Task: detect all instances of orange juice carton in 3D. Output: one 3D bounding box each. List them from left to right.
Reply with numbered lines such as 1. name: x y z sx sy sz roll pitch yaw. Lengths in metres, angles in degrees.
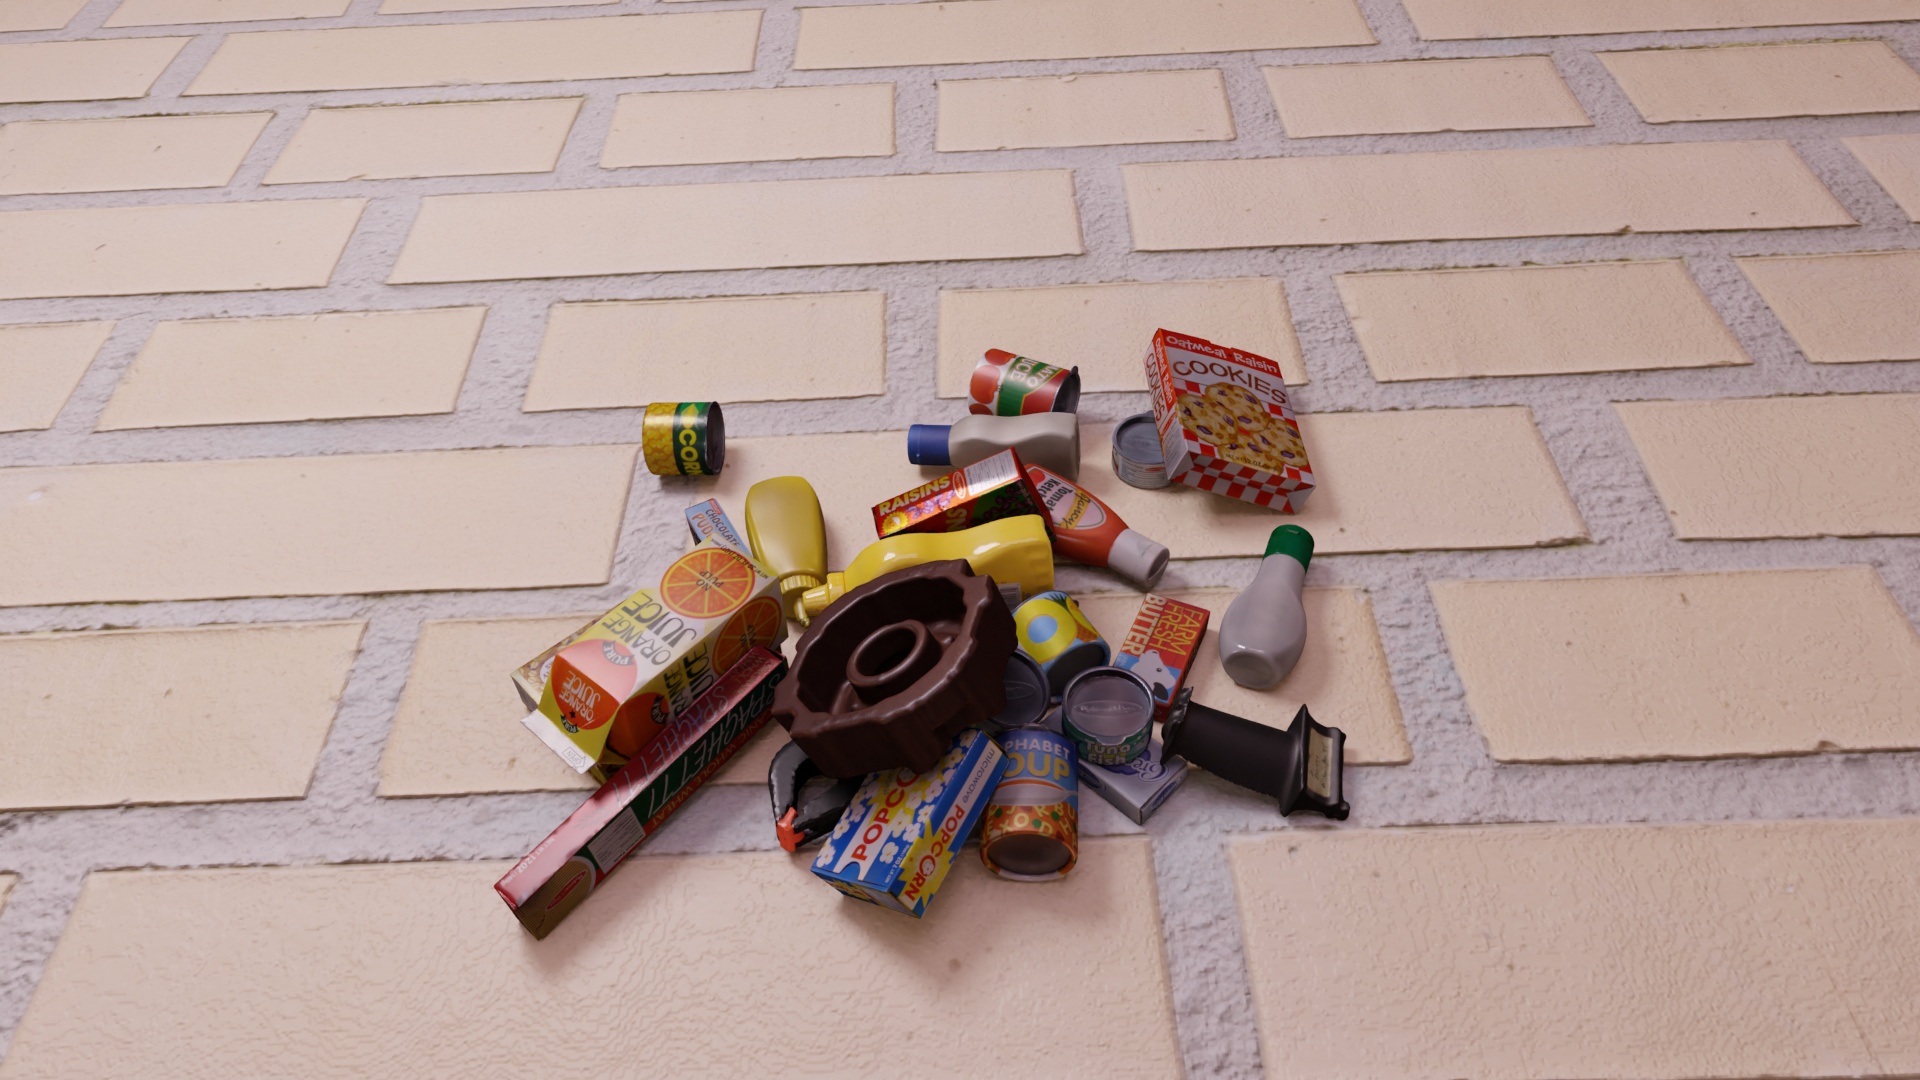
1. orange juice carton: -0.218 0.087 0.995 0.072 0.072 0.193 31 55 27

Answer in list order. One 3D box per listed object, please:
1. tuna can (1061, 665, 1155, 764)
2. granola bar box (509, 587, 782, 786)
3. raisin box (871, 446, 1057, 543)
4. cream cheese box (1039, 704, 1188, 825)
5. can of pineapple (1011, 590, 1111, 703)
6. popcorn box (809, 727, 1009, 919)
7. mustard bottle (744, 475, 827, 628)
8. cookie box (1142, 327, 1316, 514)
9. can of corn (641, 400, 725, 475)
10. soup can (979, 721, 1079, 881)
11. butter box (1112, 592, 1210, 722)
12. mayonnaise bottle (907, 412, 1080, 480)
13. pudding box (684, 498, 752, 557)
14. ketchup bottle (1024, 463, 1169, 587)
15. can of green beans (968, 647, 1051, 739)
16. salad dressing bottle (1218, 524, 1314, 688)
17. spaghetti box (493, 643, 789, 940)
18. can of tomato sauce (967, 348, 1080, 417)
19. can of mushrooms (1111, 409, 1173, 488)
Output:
1. tuna can: 0.105 0.126 0.985 0.071 0.032 0.071 -1 45 1
2. granola bar box: -0.237 0.101 1.061 0.166 0.038 0.124 -36 54 -28
3. raisin box: 0.004 -0.014 1.103 0.123 0.085 0.040 -23 47 10
4. cream cheese box: 0.107 0.153 1.000 0.053 0.024 0.104 -37 54 -28
5. can of pineapple: 0.073 0.079 1.045 0.071 0.070 0.058 -23 49 -18
6. popcorn box: -0.033 0.182 0.930 0.085 0.038 0.127 0 49 48
7. mustard bottle: -0.138 0.015 1.134 0.065 0.048 0.161 -10 46 -7
8. cookie box: 0.231 -0.108 1.209 0.123 0.040 0.168 14 43 -16
9. can of corn: -0.245 -0.089 1.230 0.058 0.070 0.071 0 46 4
10. soup can: 0.047 0.178 0.946 0.071 0.071 0.084 1 46 4
11. butter box: 0.151 0.088 1.062 0.053 0.024 0.104 16 49 19
12. mayonnaise bottle: 0.029 -0.083 1.213 0.148 0.064 0.041 2 50 10
13. pudding box: -0.195 0.010 1.142 0.030 0.049 0.084 -24 49 -17
14. ketchup bottle: 0.101 -0.009 1.147 0.149 0.043 0.065 29 58 27
15. can of green beans: 0.024 0.117 1.003 0.071 0.057 0.071 12 55 -17
16. salad dressing bottle: 0.244 0.048 1.083 0.064 0.043 0.148 13 47 18
17. spaghetti box: -0.213 0.170 0.972 0.029 0.050 0.251 30 58 28
18. can of tomato sauce: 0.058 -0.134 1.253 0.083 0.070 0.071 19 50 21
19. can of mushrooms: 0.166 -0.080 1.220 0.071 0.033 0.071 -2 45 2
